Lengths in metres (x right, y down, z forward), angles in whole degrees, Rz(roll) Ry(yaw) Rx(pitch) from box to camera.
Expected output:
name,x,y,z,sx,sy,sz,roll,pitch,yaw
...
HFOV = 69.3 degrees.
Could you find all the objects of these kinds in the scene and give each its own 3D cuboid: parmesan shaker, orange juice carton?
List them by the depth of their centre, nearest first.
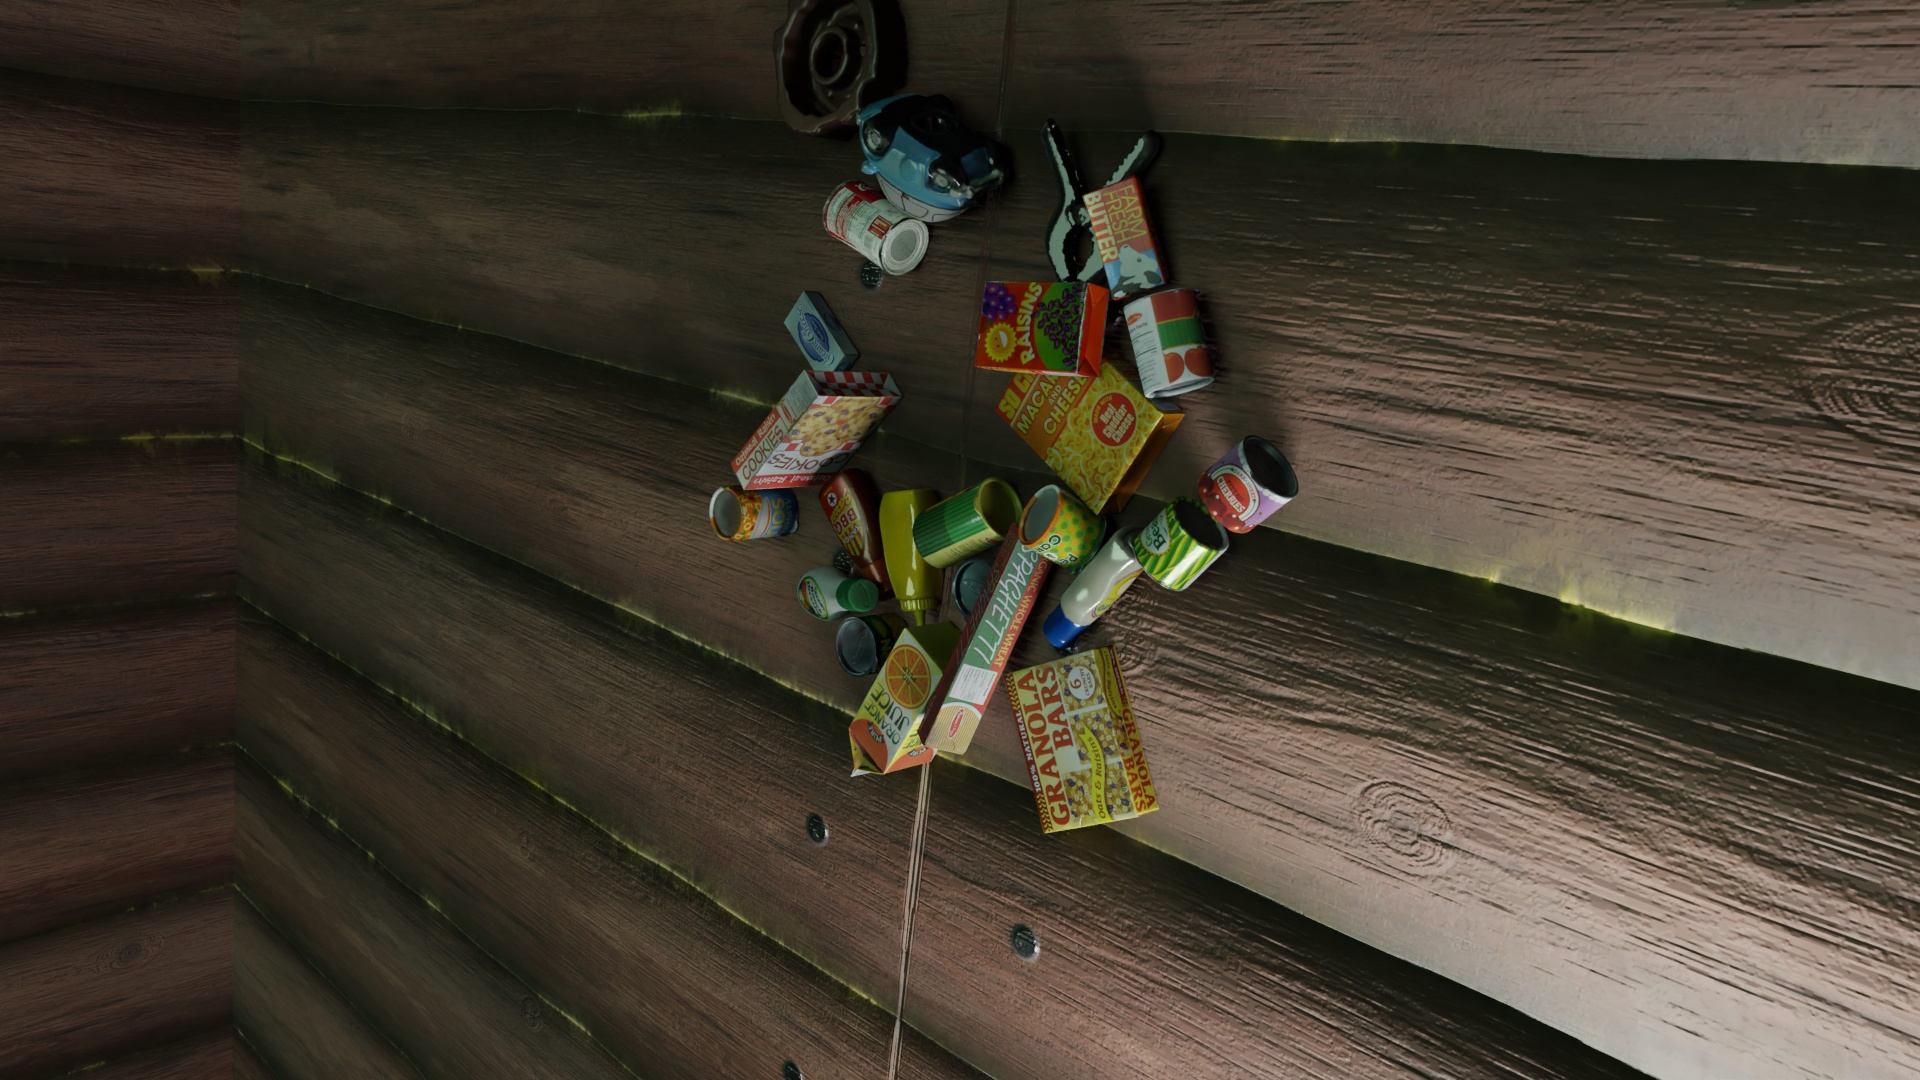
name,x,y,z,sx,sy,sz,roll,pitch,yaw
parmesan shaker,0.005,-0.018,1.430,0.102,0.071,0.071,-25,77,42
orange juice carton,-0.055,0.184,1.505,0.073,0.072,0.191,47,123,30

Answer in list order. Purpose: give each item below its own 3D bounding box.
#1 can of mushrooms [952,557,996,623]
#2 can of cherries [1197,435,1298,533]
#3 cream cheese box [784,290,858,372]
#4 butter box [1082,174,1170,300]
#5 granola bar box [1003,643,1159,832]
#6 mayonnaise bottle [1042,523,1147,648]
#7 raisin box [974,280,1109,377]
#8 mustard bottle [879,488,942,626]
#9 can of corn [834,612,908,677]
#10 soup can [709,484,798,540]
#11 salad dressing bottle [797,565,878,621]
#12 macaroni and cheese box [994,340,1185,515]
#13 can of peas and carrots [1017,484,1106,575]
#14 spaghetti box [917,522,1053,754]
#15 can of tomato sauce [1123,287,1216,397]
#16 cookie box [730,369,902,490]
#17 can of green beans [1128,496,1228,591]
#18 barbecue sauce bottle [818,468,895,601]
name,x,y,z,sx,sy,sz,roll,pitch,yaw
can of mushrooms,0.026,0.053,1.444,0.071,0.033,0.071,5,98,42
can of cherries,0.247,-0.048,1.201,0.058,0.072,0.071,-42,66,38
cream cheese box,-0.160,-0.232,1.596,0.053,0.024,0.104,-51,61,35
butter box,0.153,-0.277,1.275,0.053,0.024,0.103,-14,99,24
granola bar box,0.116,0.197,1.369,0.124,0.039,0.165,-22,79,42
mayonnaise bottle,0.131,0.046,1.328,0.041,0.065,0.147,50,129,18
raisin box,0.076,-0.200,1.314,0.123,0.040,0.086,10,95,40
mustard bottle,-0.050,0.025,1.501,0.065,0.049,0.160,-3,93,44
can of corn,-0.095,0.117,1.545,0.071,0.058,0.071,5,97,43
soup can,-0.245,-0.033,1.653,0.071,0.084,0.071,5,98,42
salad dressing bottle,-0.137,0.060,1.557,0.147,0.044,0.064,-3,106,63
macaroni and cheese box,0.120,-0.124,1.334,0.167,0.040,0.123,48,123,29
can of peas and carrots,0.096,-0.010,1.335,0.070,0.058,0.071,-44,29,33
spaghetti box,0.029,0.100,1.403,0.249,0.050,0.029,-66,27,13
can of tomato sauce,0.190,-0.177,1.248,0.071,0.071,0.083,-18,83,43
cookie box,-0.161,-0.122,1.539,0.166,0.123,0.040,-45,64,36
can of green beans,0.199,0.002,1.254,0.057,0.071,0.071,-49,62,34
barbecue sauce bottle,-0.107,-0.004,1.555,0.064,0.044,0.149,-42,66,40
